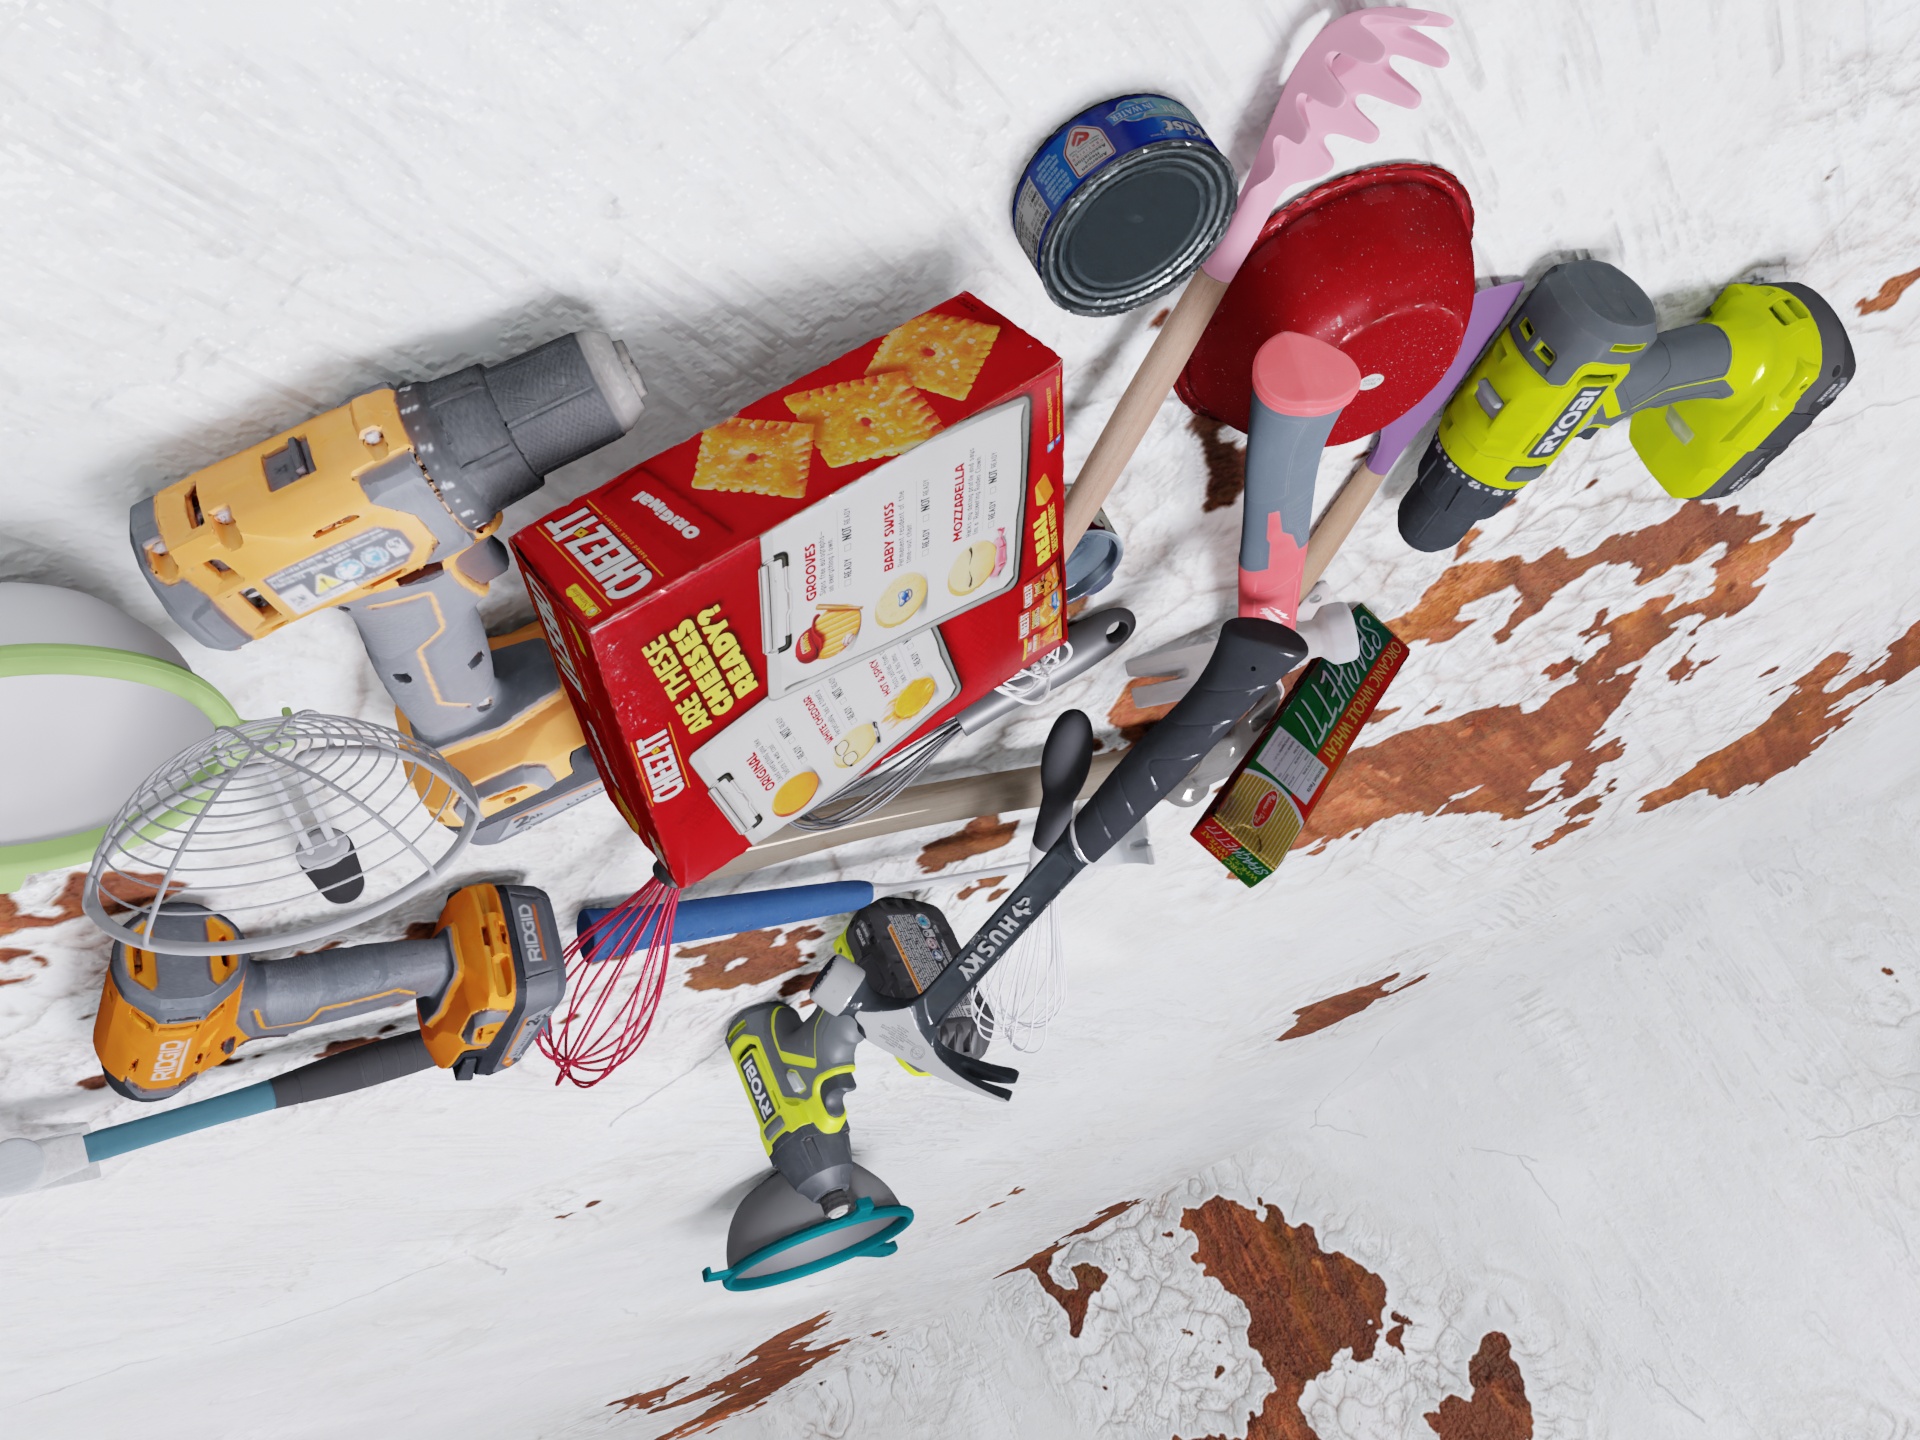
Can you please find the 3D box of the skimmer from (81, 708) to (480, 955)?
[{"bbox_3d":[-0.266,0.070,0.663,0.127,0.090,0.363,-14,170,-20],"label":"skimmer"}]

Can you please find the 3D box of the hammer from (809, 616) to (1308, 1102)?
[{"bbox_3d":[0.066,0.088,0.956,0.408,0.149,0.036,-51,-175,33],"label":"hammer"}]

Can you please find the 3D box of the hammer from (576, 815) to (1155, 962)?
[{"bbox_3d":[-0.052,0.113,1.073,0.405,0.035,0.144,-6,171,-28],"label":"hammer"}]

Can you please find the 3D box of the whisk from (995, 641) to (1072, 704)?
[{"bbox_3d":[-0.029,-0.055,0.800,0.059,0.058,0.246,-20,154,38],"label":"whisk"}]

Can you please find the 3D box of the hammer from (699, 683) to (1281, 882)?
[{"bbox_3d":[0.021,0.044,1.025,0.410,0.038,0.146,-9,159,-27],"label":"hammer"}]

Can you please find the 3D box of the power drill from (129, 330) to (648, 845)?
[{"bbox_3d":[-0.186,-0.052,0.645,0.185,0.084,0.226,-27,149,-2],"label":"power drill"}]

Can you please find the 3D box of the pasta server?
[{"bbox_3d":[0.103,-0.168,0.694,0.060,0.040,0.316,-21,151,-44],"label":"pasta server"}]

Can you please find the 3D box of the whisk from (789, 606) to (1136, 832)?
[{"bbox_3d":[-0.002,-0.004,0.931,0.239,0.055,0.055,-30,154,-2],"label":"whisk"}]

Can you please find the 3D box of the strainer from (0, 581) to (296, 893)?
[{"bbox_3d":[-0.368,-0.022,0.542,0.151,0.069,0.256,-27,155,7],"label":"strainer"}]

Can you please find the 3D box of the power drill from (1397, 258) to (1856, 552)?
[{"bbox_3d":[0.372,-0.173,0.910,0.228,0.080,0.190,-9,149,-25],"label":"power drill"}]

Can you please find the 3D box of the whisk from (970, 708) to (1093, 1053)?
[{"bbox_3d":[0.050,0.108,1.024,0.070,0.070,0.284,-12,130,-26],"label":"whisk"}]

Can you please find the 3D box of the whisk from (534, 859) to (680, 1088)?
[{"bbox_3d":[-0.174,0.102,0.913,0.073,0.073,0.295,5,126,-46],"label":"whisk"}]

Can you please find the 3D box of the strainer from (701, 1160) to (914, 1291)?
[{"bbox_3d":[-0.144,0.542,1.746,0.211,0.095,0.340,-26,156,7],"label":"strainer"}]

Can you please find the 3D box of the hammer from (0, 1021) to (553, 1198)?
[{"bbox_3d":[-0.407,0.224,0.972,0.331,0.033,0.128,-13,171,-33],"label":"hammer"}]

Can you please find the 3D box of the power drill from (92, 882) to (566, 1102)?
[{"bbox_3d":[-0.352,0.158,0.881,0.226,0.084,0.164,0,146,-35],"label":"power drill"}]

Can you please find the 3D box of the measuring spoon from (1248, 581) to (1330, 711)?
[{"bbox_3d":[0.217,-0.052,1.068,0.034,0.018,0.124,3,138,-18],"label":"measuring spoon"}]

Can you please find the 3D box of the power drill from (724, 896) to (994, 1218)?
[{"bbox_3d":[-0.079,0.251,1.186,0.080,0.171,0.223,3,138,-44],"label":"power drill"}]

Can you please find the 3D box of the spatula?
[{"bbox_3d":[0.229,-0.130,0.926,0.059,0.018,0.315,-19,153,-29],"label":"spatula"}]

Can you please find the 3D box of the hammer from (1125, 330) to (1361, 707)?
[{"bbox_3d":[0.148,-0.087,0.827,0.143,0.038,0.386,-14,163,5],"label":"hammer"}]
